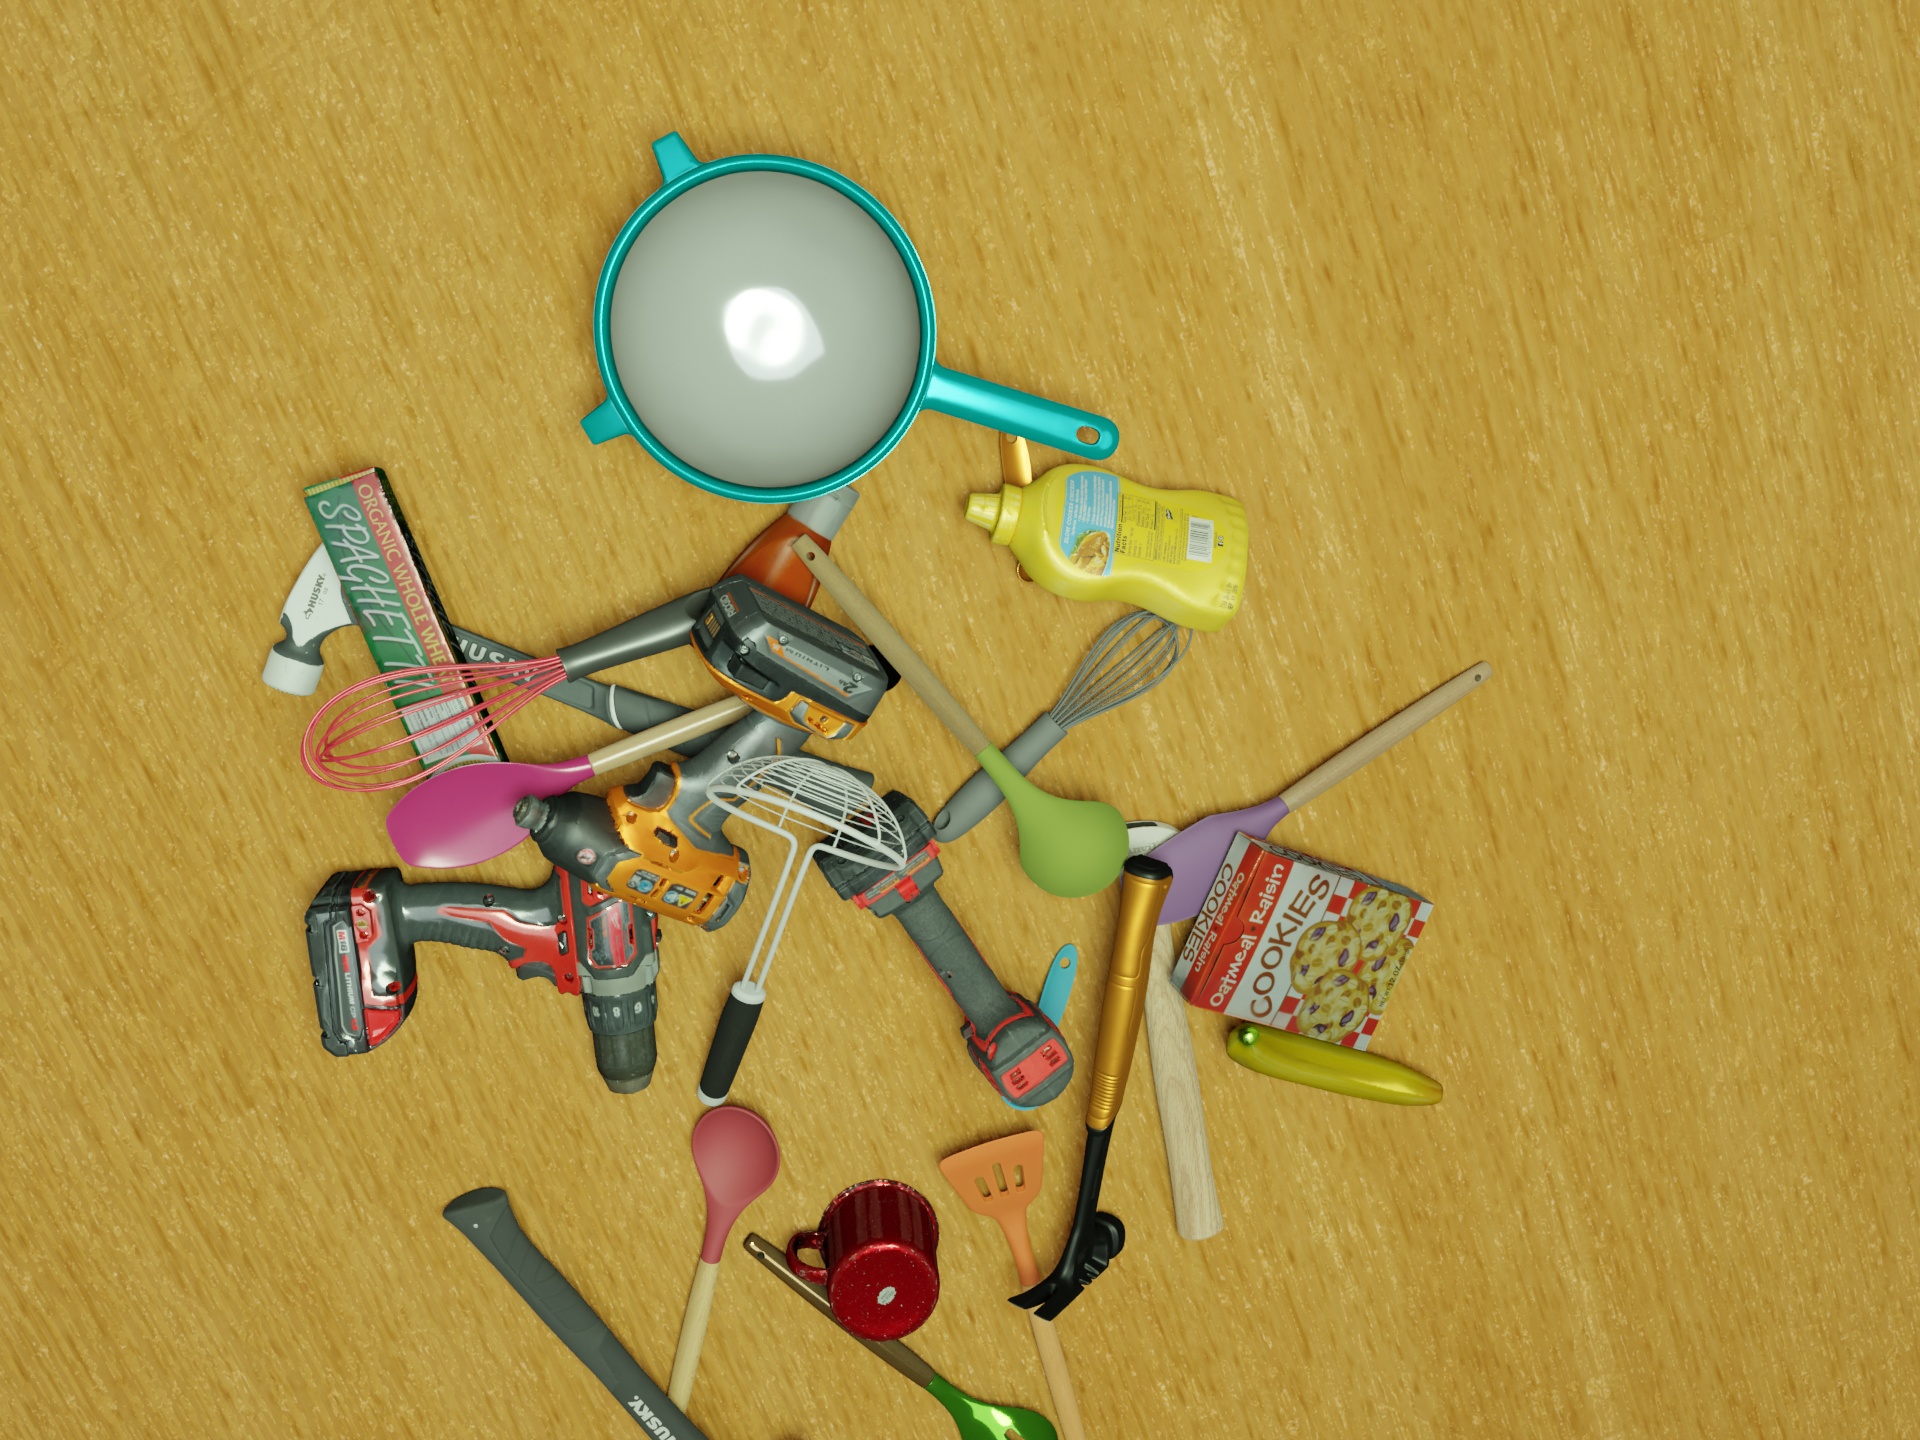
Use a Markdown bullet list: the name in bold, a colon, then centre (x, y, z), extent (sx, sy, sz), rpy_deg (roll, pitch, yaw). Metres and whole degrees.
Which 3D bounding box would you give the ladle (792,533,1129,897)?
- **ladle**: centre (-0.002, -0.003, 1.081), extent (0.078, 0.062, 0.320), rpy_deg (-40, 98, 12)

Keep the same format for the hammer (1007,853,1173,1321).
- **hammer**: centre (0.101, 0.257, 1.123), extent (0.034, 0.127, 0.336), rpy_deg (17, 108, 29)

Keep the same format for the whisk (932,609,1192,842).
- **whisk**: centre (0.069, 0.005, 1.122), extent (0.239, 0.055, 0.055), rpy_deg (-43, 102, 8)

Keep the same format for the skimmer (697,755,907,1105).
- **skimmer**: centre (-0.132, 0.158, 1.030), extent (0.127, 0.090, 0.363), rpy_deg (21, 127, -3)

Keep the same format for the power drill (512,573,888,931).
- **power drill**: centre (-0.170, 0.023, 1.020), extent (0.164, 0.084, 0.226), rpy_deg (27, 108, -35)

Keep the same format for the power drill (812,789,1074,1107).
- **power drill**: centre (-0.008, 0.160, 1.103), extent (0.078, 0.143, 0.219), rpy_deg (-36, 97, -6)

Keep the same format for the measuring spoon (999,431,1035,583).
- **measuring spoon**: centre (0.041, -0.153, 1.105), extent (0.021, 0.011, 0.117), rpy_deg (-11, 99, -17)

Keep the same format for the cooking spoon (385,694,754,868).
- **cooking spoon**: centre (-0.221, 0.020, 1.056), extent (0.319, 0.017, 0.068), rpy_deg (-22, 116, -12)

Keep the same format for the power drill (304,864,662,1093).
- **power drill**: centre (-0.320, 0.178, 1.103), extent (0.226, 0.080, 0.188), rpy_deg (-5, 102, -8)

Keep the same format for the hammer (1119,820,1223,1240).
- **hammer**: centre (0.157, 0.233, 1.183), extent (0.130, 0.031, 0.331), rpy_deg (-12, 103, -3)

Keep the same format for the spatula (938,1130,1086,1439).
- **spatula**: centre (0.060, 0.453, 1.213), extent (0.081, 0.041, 0.322), rpy_deg (-16, 104, -3)

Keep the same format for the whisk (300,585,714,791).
- **whisk**: centre (-0.272, -0.027, 1.015), extent (0.296, 0.073, 0.073), rpy_deg (-22, 103, -15)

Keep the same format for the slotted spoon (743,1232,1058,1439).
- **slotted spoon**: centre (-0.045, 0.491, 1.218), extent (0.313, 0.031, 0.070), rpy_deg (42, 97, -11)

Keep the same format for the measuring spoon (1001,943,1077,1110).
- **measuring spoon**: centre (0.060, 0.226, 1.183), extent (0.042, 0.021, 0.128), rpy_deg (18, 90, -14)

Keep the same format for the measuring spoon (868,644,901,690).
- **measuring spoon**: centre (-0.096, -0.023, 1.097), extent (0.124, 0.018, 0.034), rpy_deg (-19, 93, -17)

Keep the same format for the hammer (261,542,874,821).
- **hammer**: centre (-0.252, -0.022, 1.089), extent (0.408, 0.036, 0.149), rpy_deg (21, 97, -10)

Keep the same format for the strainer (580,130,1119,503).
- **strainer**: centre (-0.064, -0.233, 1.036), extent (0.340, 0.095, 0.211), rpy_deg (15, 102, -11)

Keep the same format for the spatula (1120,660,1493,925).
- **spatula**: centre (0.255, 0.049, 1.145), extent (0.316, 0.018, 0.059), rpy_deg (-34, 100, -6)

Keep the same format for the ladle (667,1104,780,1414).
- **ladle**: centre (-0.191, 0.426, 1.189), extent (0.069, 0.031, 0.315), rpy_deg (16, 102, 10)

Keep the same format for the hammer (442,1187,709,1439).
- **hammer**: centre (-0.263, 0.478, 1.176), extent (0.146, 0.035, 0.334), rpy_deg (-37, 98, 11)
